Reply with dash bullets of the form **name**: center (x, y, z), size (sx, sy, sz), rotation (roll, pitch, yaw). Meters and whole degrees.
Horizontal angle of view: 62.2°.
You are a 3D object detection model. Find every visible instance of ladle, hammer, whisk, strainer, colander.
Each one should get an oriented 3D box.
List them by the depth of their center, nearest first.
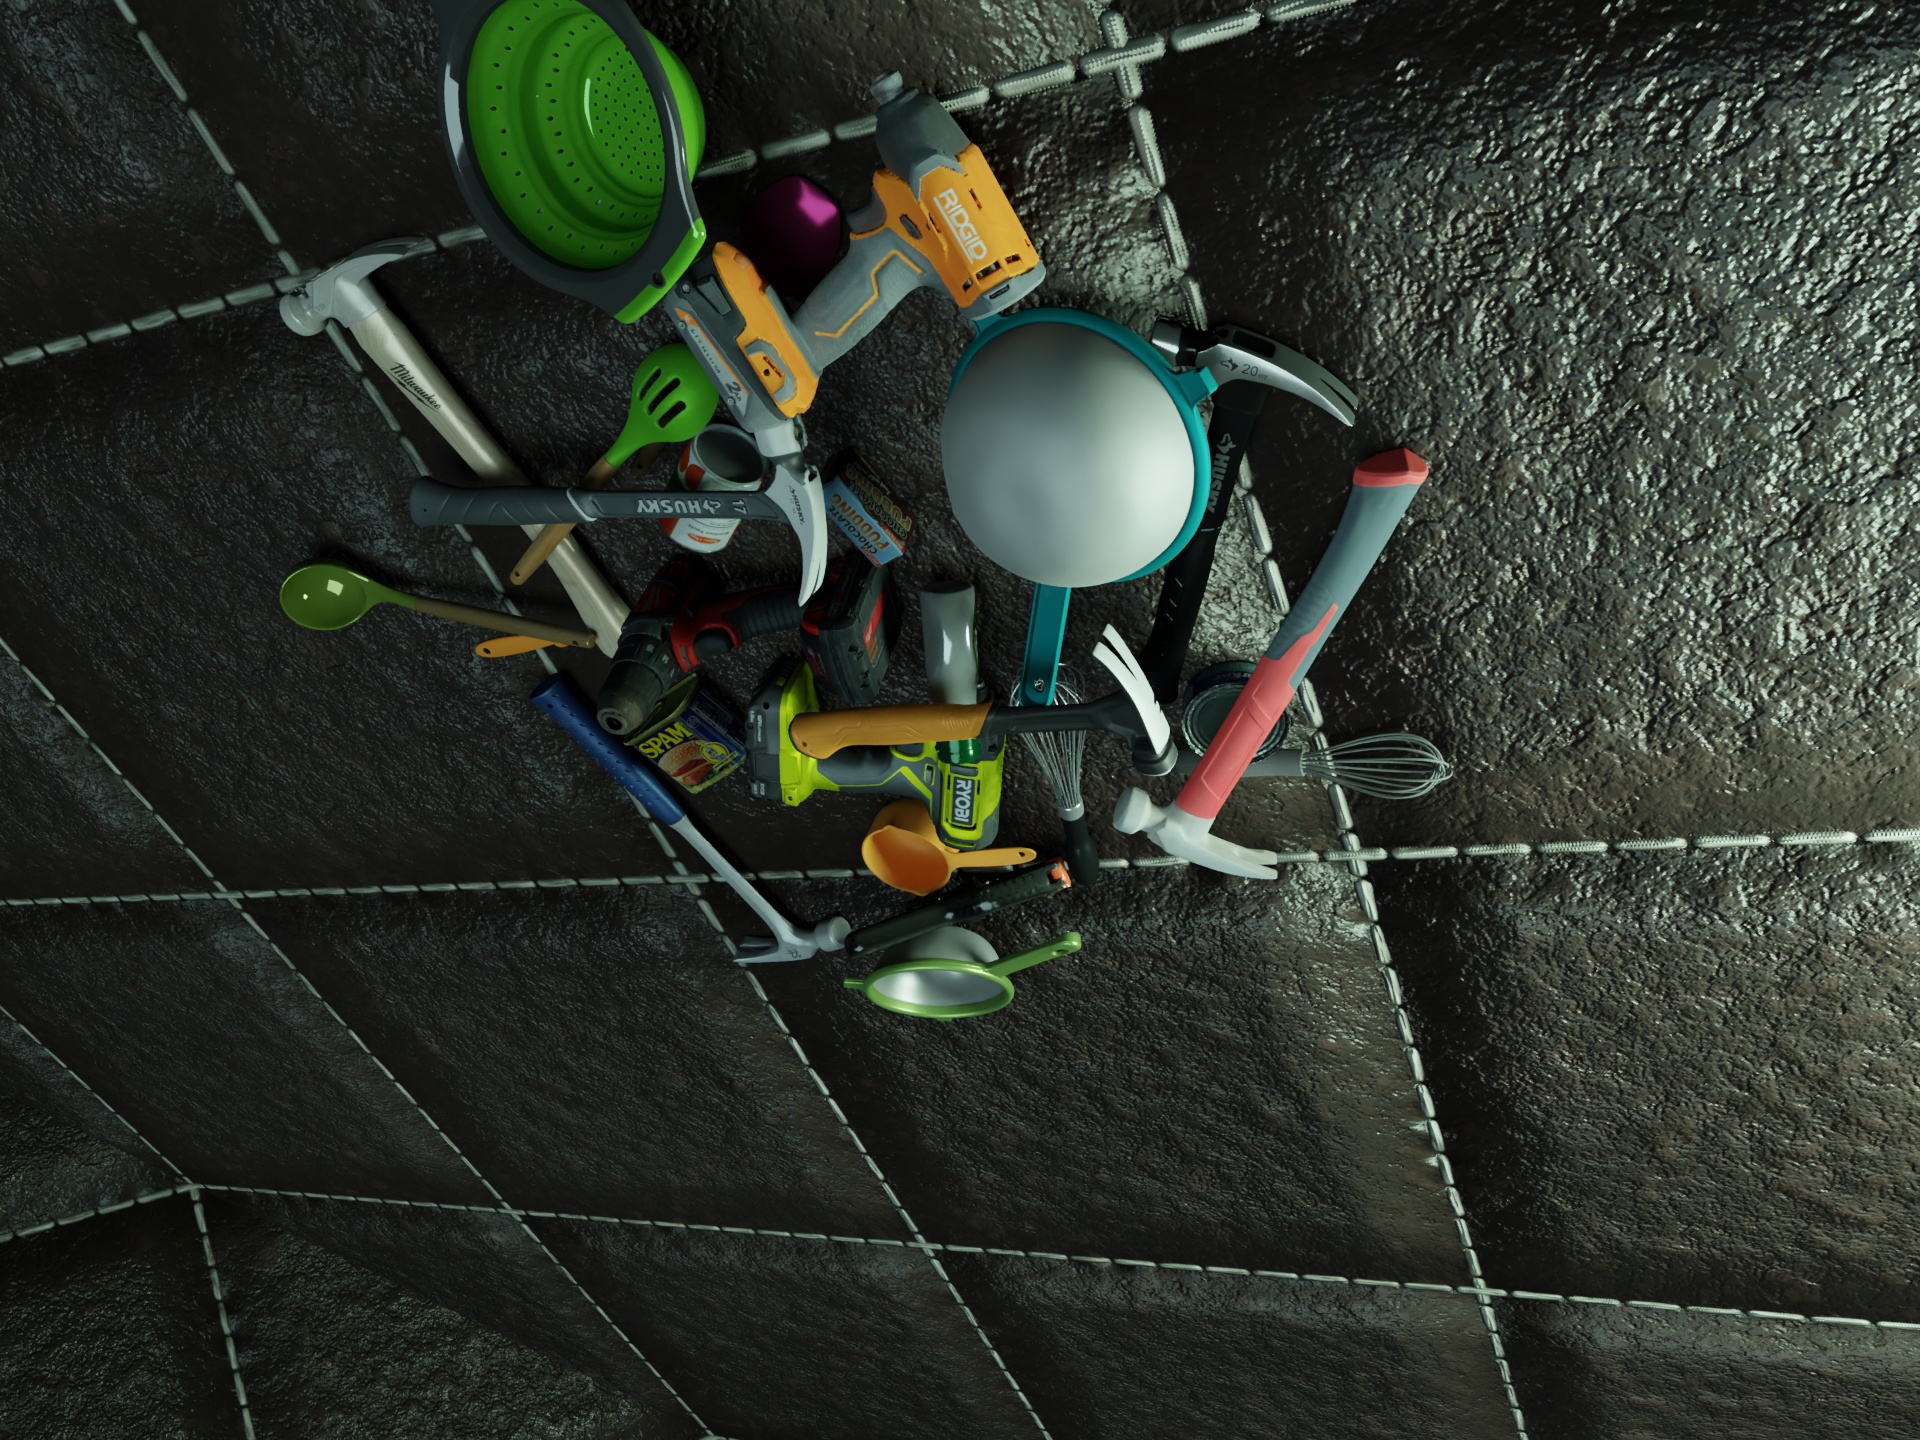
- **colander**: center (-0.285, -0.456, 1.038), size (0.204, 0.094, 0.397), rotation (-32, 96, 41)
- **strainer**: center (0.055, -0.123, 1.149), size (0.211, 0.095, 0.340), rotation (24, 132, 21)
- **hammer**: center (0.182, -0.136, 1.177), size (0.146, 0.035, 0.334), rotation (17, 136, 8)
- **hammer**: center (0.256, -0.032, 1.202), size (0.143, 0.038, 0.386), rotation (20, 127, -6)
- **hammer**: center (-0.002, -0.004, 1.249), size (0.337, 0.034, 0.127), rotation (-4, 131, 34)
- **hammer**: center (-0.280, -0.167, 1.255), size (0.409, 0.036, 0.149), rotation (4, 125, 28)
- **whisk**: center (0.278, 0.036, 1.297), size (0.239, 0.055, 0.055), rotation (1, 132, 27)
- **hammer**: center (-0.382, -0.211, 1.339), size (0.146, 0.038, 0.410), rotation (-15, 125, 31)
- **whisk**: center (0.092, 0.054, 1.386), size (0.070, 0.070, 0.284), rotation (4, 137, 19)
- **ladle**: center (-0.481, -0.095, 1.457), size (0.320, 0.062, 0.078), rotation (12, 138, 18)
- **strainer**: center (0.017, 0.226, 1.561), size (0.256, 0.069, 0.151), rotation (-26, 141, 37)
- **hammer**: center (-0.284, 0.109, 1.606), size (0.144, 0.035, 0.405), rotation (-20, 122, 35)

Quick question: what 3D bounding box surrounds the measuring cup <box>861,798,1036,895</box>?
- **measuring cup**: center (-0.006, 0.112, 1.484), size (0.173, 0.052, 0.095), rotation (-5, 130, 24)

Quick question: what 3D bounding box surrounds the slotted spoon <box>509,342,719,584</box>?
- **slotted spoon**: center (-0.291, -0.194, 1.282), size (0.313, 0.031, 0.070), rotation (-37, 89, 40)

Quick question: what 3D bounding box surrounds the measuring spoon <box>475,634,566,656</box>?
- **measuring spoon**: center (-0.416, -0.070, 1.505), size (0.117, 0.011, 0.021), rotation (-7, 129, 28)

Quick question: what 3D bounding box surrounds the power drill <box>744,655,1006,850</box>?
- **power drill**: center (-0.072, 0.020, 1.405), size (0.223, 0.080, 0.171), rotation (10, 127, 9)

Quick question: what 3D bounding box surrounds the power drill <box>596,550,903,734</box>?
- **power drill**: center (-0.177, -0.061, 1.293), size (0.227, 0.188, 0.080), rotation (0, 132, 17)

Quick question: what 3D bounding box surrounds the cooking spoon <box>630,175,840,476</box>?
- **cooking spoon**: center (-0.181, -0.283, 1.197), size (0.068, 0.017, 0.318), rotation (36, 135, -11)

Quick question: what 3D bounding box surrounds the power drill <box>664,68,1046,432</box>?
- **power drill**: center (-0.079, -0.309, 1.052), size (0.226, 0.084, 0.164), rotation (-26, 113, 15)

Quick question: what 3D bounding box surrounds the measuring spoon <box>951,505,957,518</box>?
- **measuring spoon**: center (0.022, -0.191, 1.202), size (0.034, 0.018, 0.124), rotation (25, 136, -2)
